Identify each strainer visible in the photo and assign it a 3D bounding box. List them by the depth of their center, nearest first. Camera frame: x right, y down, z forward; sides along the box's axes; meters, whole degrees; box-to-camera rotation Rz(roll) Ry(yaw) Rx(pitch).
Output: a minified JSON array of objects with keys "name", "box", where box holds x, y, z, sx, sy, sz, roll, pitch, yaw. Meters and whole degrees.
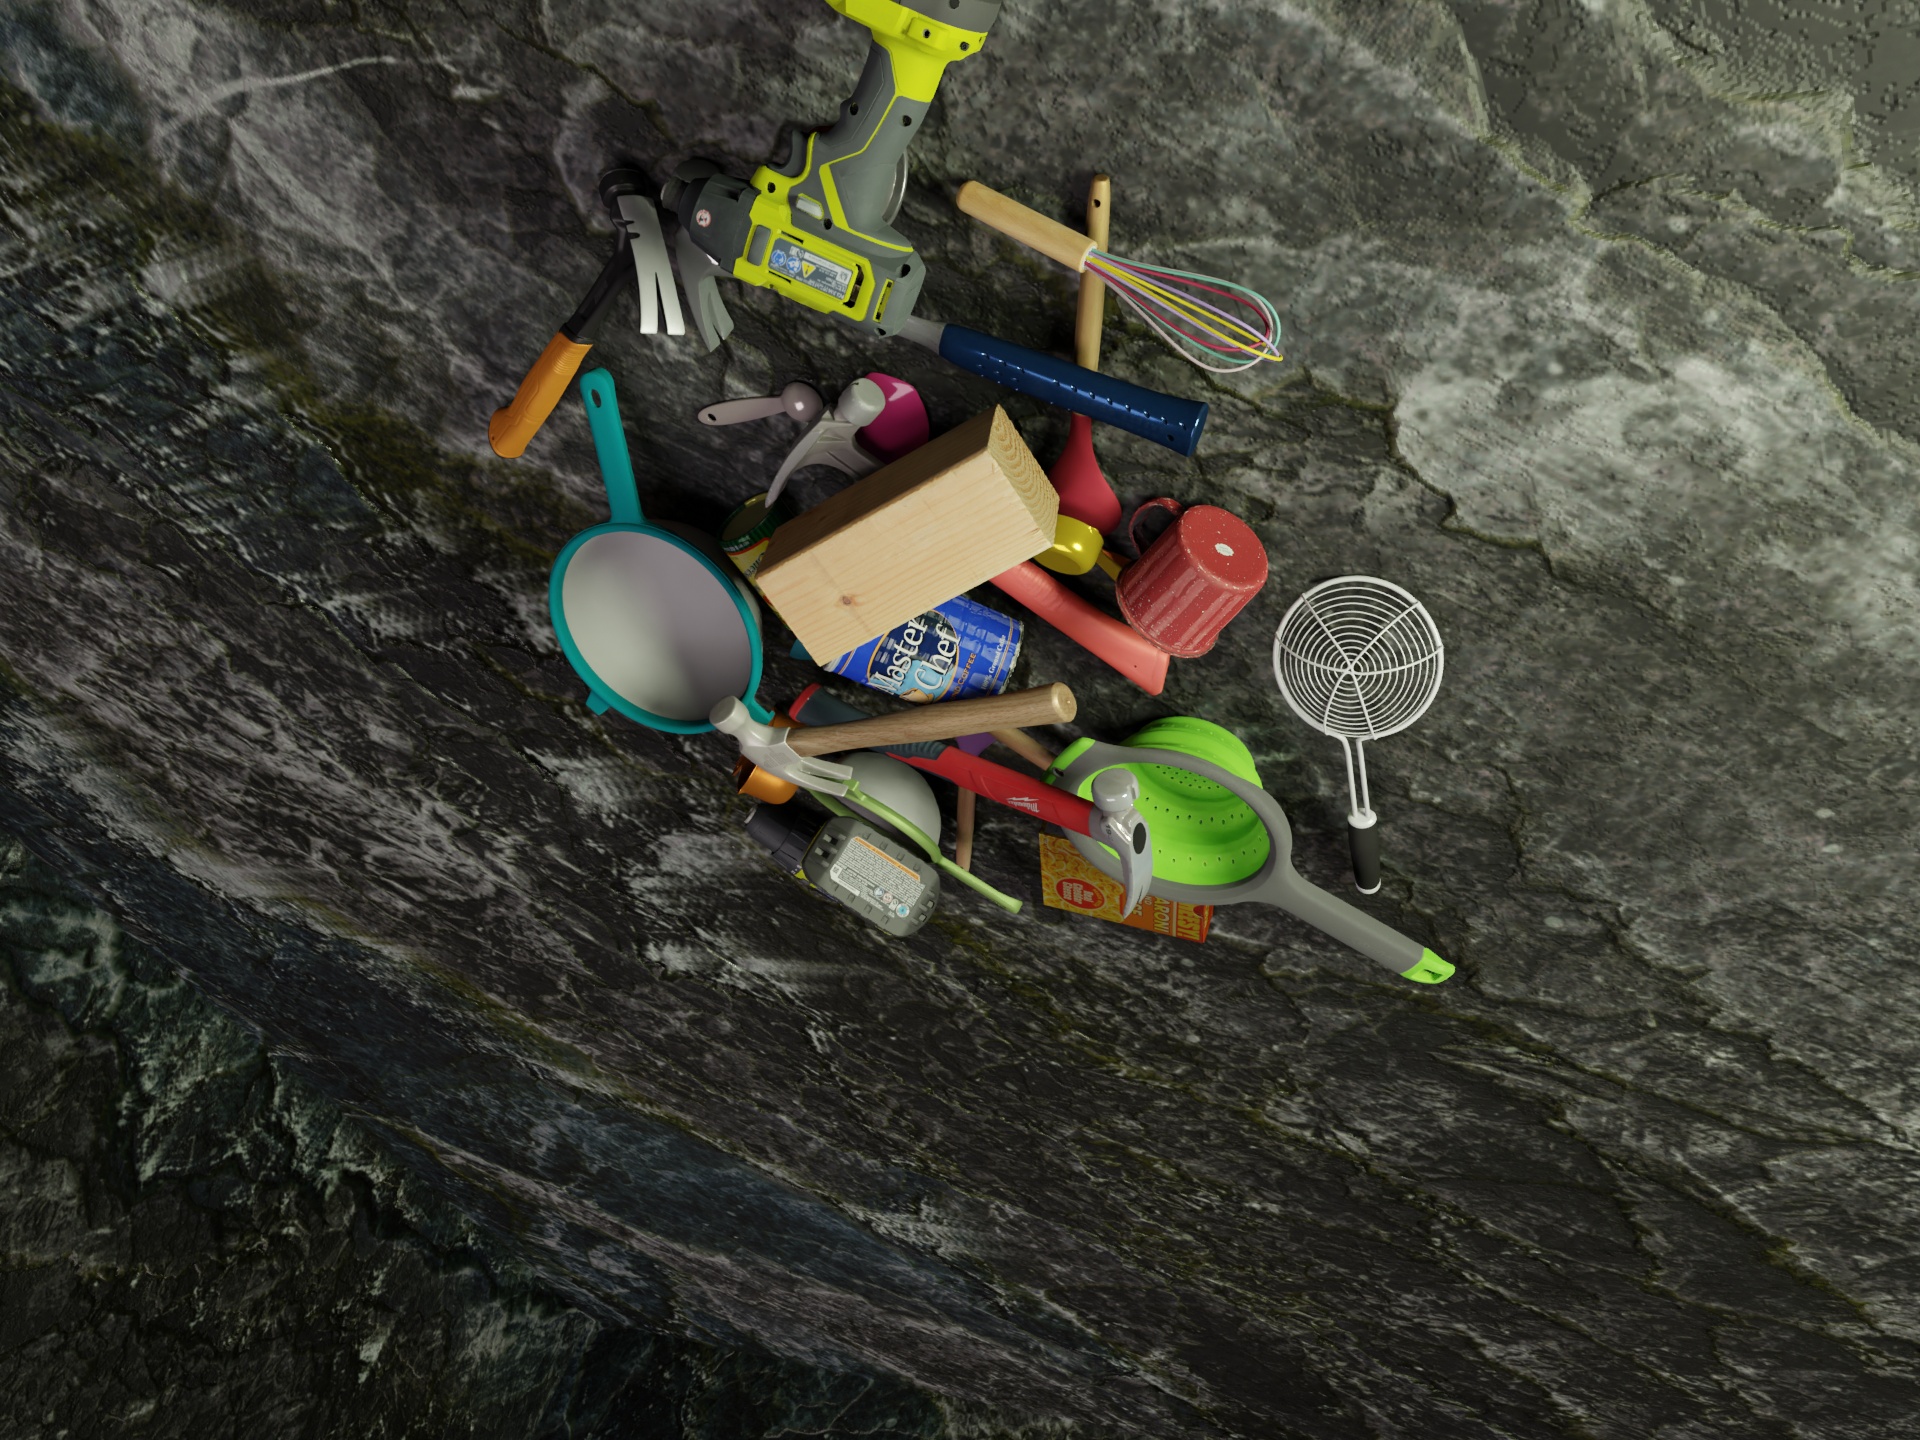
[{"name":"strainer","box":[-0.263,-0.155,1.397,0.211,0.095,0.340,5,122,22]},{"name":"strainer","box":[-0.030,0.102,1.569,0.256,0.069,0.151,34,166,-19]}]

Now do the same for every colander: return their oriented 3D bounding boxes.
[{"name":"colander","box":[0.263,0.103,1.390,0.397,0.095,0.204,29,143,-6]}]

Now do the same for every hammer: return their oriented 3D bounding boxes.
[{"name":"hammer","box":[-0.021,-0.269,1.127,0.405,0.035,0.144,23,143,11]},{"name":"hammer","box":[-0.308,-0.285,1.256,0.337,0.034,0.127,-30,73,53]},{"name":"hammer","box":[0.020,-0.126,1.282,0.359,0.037,0.149,34,138,-16]},{"name":"hammer","box":[-0.050,0.008,1.324,0.331,0.031,0.129,-8,142,35]},{"name":"hammer","box":[0.000,0.053,1.406,0.387,0.038,0.143,20,138,35]}]

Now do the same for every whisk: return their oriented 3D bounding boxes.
[{"name":"whisk","box":[0.100,-0.288,1.018,0.245,0.047,0.051,32,144,16]}]

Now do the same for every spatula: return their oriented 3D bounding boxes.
[{"name":"spatula","box":[-0.002,-0.005,1.432,0.317,0.044,0.082,33,150,-7]},{"name":"spatula","box":[0.009,0.056,1.541,0.060,0.018,0.315,18,141,11]}]

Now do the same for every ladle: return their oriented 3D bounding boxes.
[{"name":"ladle","box":[0.090,-0.242,1.132,0.069,0.031,0.315,17,141,14]}]

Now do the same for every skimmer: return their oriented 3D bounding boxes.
[{"name":"skimmer","box":[0.333,0.026,1.313,0.127,0.090,0.362,5,149,21]}]

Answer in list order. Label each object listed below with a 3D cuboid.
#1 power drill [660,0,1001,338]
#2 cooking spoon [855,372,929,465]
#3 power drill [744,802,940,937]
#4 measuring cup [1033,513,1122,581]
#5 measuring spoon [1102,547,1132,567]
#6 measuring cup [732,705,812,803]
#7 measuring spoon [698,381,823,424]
[{"name":"power drill","box":[-0.081,-0.367,0.964,0.171,0.080,0.223,25,119,2]},{"name":"cooking spoon","box":[-0.073,-0.161,1.325,0.069,0.017,0.318,20,142,6]},{"name":"power drill","box":[-0.123,0.147,1.625,0.190,0.080,0.228,34,169,-13]},{"name":"measuring cup","box":[0.111,-0.110,1.245,0.156,0.029,0.062,35,161,-36]},{"name":"measuring spoon","box":[0.143,-0.113,1.266,0.117,0.011,0.021,27,143,-3]},{"name":"measuring cup","box":[-0.192,0.046,1.607,0.052,0.095,0.173,24,163,-13]},{"name":"measuring spoon","box":[-0.165,-0.246,1.275,0.124,0.018,0.034,-2,136,32]}]
